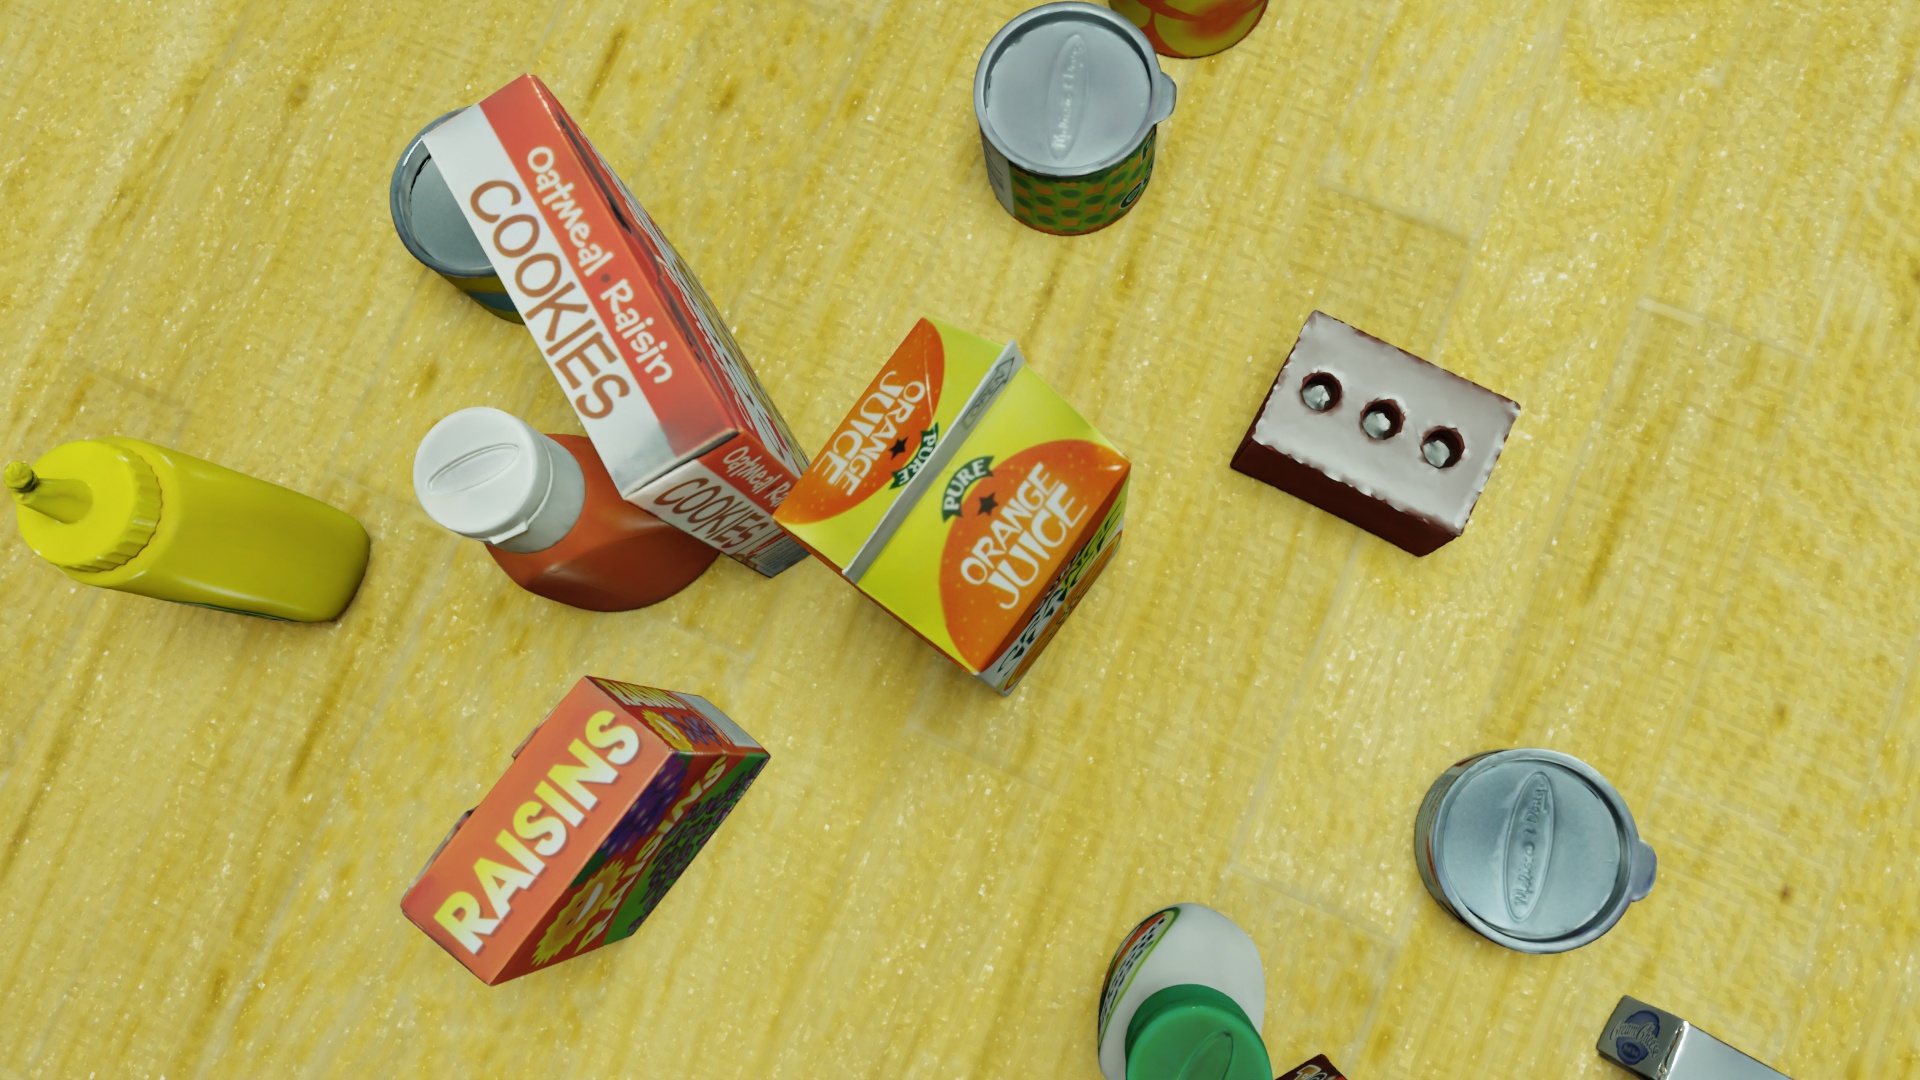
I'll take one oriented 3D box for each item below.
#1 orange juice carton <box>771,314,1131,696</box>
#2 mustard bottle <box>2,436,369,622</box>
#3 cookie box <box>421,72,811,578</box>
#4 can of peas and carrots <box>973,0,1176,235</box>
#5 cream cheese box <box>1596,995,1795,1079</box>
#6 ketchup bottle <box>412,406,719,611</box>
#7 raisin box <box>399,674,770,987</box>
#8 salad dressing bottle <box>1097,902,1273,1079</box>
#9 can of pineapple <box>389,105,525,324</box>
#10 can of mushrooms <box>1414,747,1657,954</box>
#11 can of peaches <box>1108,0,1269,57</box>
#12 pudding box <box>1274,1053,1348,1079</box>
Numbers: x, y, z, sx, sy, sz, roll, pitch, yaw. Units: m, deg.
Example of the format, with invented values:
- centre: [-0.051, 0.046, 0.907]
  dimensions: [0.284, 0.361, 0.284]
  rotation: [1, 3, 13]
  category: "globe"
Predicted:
- centre: [0.002, -0.005, 0.421]
  dimensions: [0.073, 0.192, 0.072]
  rotation: [36, 86, 10]
  category: "orange juice carton"
- centre: [-0.260, -0.004, 0.461]
  dimensions: [0.065, 0.160, 0.049]
  rotation: [14, 83, 7]
  category: "mustard bottle"
- centre: [-0.095, -0.058, 0.452]
  dimensions: [0.040, 0.167, 0.123]
  rotation: [-32, 80, 0]
  category: "cookie box"
- centre: [0.042, -0.153, 0.511]
  dimensions: [0.071, 0.058, 0.071]
  rotation: [-1, 81, 5]
  category: "can of peas and carrots"
- centre: [0.261, 0.183, 0.437]
  dimensions: [0.104, 0.053, 0.024]
  rotation: [28, 84, 9]
  category: "cream cheese box"
- centre: [-0.127, -0.008, 0.456]
  dimensions: [0.065, 0.148, 0.043]
  rotation: [-24, 80, 1]
  category: "ketchup bottle"
- centre: [-0.114, 0.090, 0.451]
  dimensions: [0.040, 0.123, 0.086]
  rotation: [38, 86, 10]
  category: "raisin box"
- centre: [0.066, 0.144, 0.413]
  dimensions: [0.044, 0.147, 0.064]
  rotation: [32, 85, 9]
  category: "salad dressing bottle"
- centre: [-0.169, -0.121, 0.525]
  dimensions: [0.071, 0.058, 0.071]
  rotation: [-1, 81, 5]
  category: "can of pineapple"
- centre: [0.191, 0.104, 0.467]
  dimensions: [0.071, 0.033, 0.071]
  rotation: [-1, 80, 5]
  category: "can of mushrooms"
- centre: [0.085, -0.224, 0.519]
  dimensions: [0.071, 0.058, 0.071]
  rotation: [-1, 81, 5]
  category: "can of peaches"
- centre: [0.093, 0.204, 0.451]
  dimensions: [0.084, 0.049, 0.030]
  rotation: [-29, 80, 0]
  category: "pudding box"
